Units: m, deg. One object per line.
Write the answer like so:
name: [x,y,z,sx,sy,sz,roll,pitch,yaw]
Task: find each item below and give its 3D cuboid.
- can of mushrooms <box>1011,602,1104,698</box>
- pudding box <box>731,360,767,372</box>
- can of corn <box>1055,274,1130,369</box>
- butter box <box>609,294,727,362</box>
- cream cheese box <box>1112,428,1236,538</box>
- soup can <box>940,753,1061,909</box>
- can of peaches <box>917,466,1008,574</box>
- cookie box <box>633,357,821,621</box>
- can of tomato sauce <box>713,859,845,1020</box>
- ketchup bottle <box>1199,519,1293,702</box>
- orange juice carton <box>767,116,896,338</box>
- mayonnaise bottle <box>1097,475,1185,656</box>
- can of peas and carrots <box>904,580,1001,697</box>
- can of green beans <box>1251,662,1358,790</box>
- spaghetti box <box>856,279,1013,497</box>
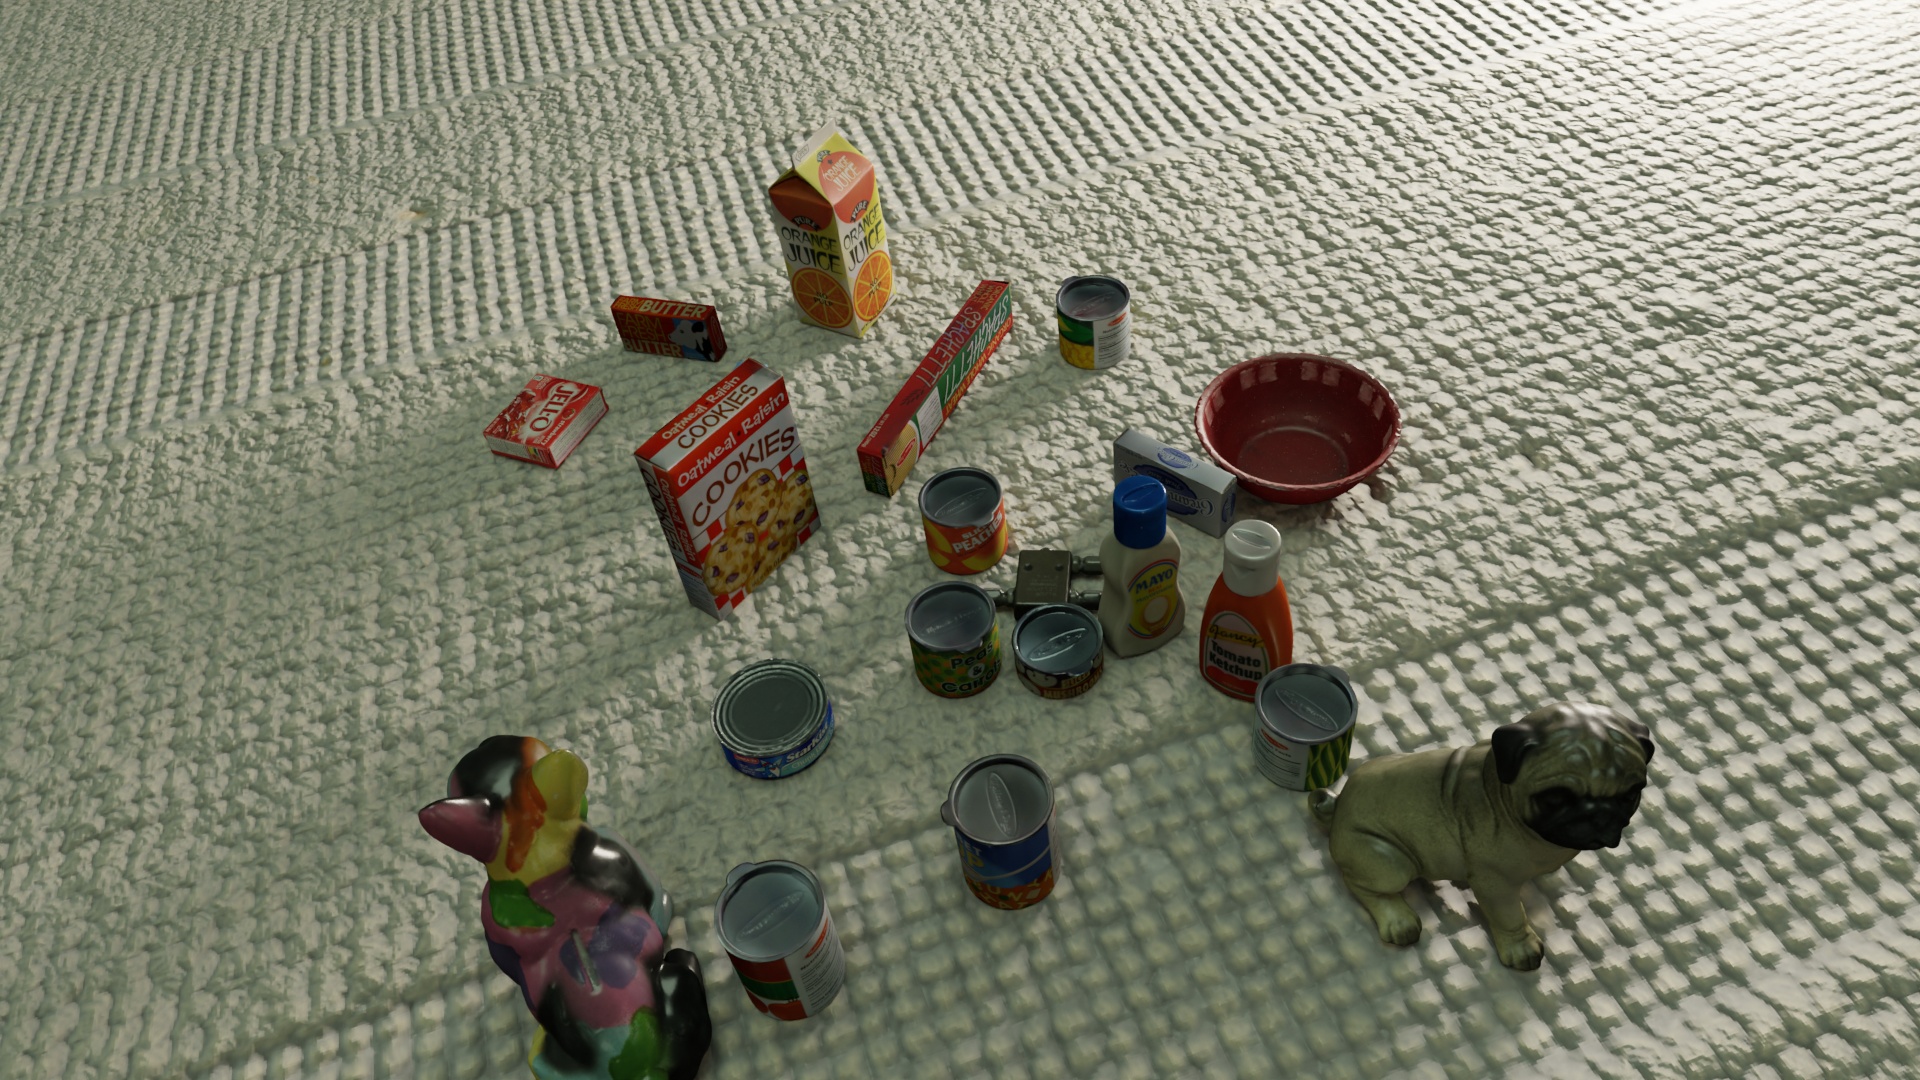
can of mushrooms: [0.072,0.082,1.012,0.071,0.033,0.071,-4,46,4]
pudding box: [-0.194,-0.114,1.225,0.030,0.049,0.084,9,49,16]
can of corn: [0.119,-0.198,1.254,0.071,0.058,0.071,-4,46,4]
butter box: [-0.277,-0.201,1.317,0.103,0.052,0.024,9,49,17]
cream cheese box: [0.170,-0.046,1.106,0.104,0.053,0.024,28,57,30]
soup can: [0.027,0.187,0.885,0.071,0.083,0.072,-4,46,4]
can of peaches: [0.004,-0.014,1.096,0.071,0.057,0.071,-4,46,4]
cookie box: [-0.175,-0.038,1.069,0.040,0.166,0.123,26,55,28]
can of tomato sauce: [-0.110,0.245,0.850,0.071,0.082,0.071,-4,46,4]
ketchup bottle: [0.196,0.048,0.947,0.065,0.148,0.044,21,53,26]
orange juice carton: [-0.119,-0.289,1.281,0.073,0.191,0.072,19,52,24]
mayonnaise bottle: [0.128,0.018,0.986,0.065,0.147,0.041,-24,48,-14]
can of peas and carrots: [-0.003,0.074,1.013,0.071,0.058,0.071,-4,46,4]
can of green beans: [0.230,0.125,0.932,0.071,0.057,0.071,-4,46,4]
spaghetti box: [-0.017,-0.140,1.223,0.029,0.050,0.251,16,51,22]
